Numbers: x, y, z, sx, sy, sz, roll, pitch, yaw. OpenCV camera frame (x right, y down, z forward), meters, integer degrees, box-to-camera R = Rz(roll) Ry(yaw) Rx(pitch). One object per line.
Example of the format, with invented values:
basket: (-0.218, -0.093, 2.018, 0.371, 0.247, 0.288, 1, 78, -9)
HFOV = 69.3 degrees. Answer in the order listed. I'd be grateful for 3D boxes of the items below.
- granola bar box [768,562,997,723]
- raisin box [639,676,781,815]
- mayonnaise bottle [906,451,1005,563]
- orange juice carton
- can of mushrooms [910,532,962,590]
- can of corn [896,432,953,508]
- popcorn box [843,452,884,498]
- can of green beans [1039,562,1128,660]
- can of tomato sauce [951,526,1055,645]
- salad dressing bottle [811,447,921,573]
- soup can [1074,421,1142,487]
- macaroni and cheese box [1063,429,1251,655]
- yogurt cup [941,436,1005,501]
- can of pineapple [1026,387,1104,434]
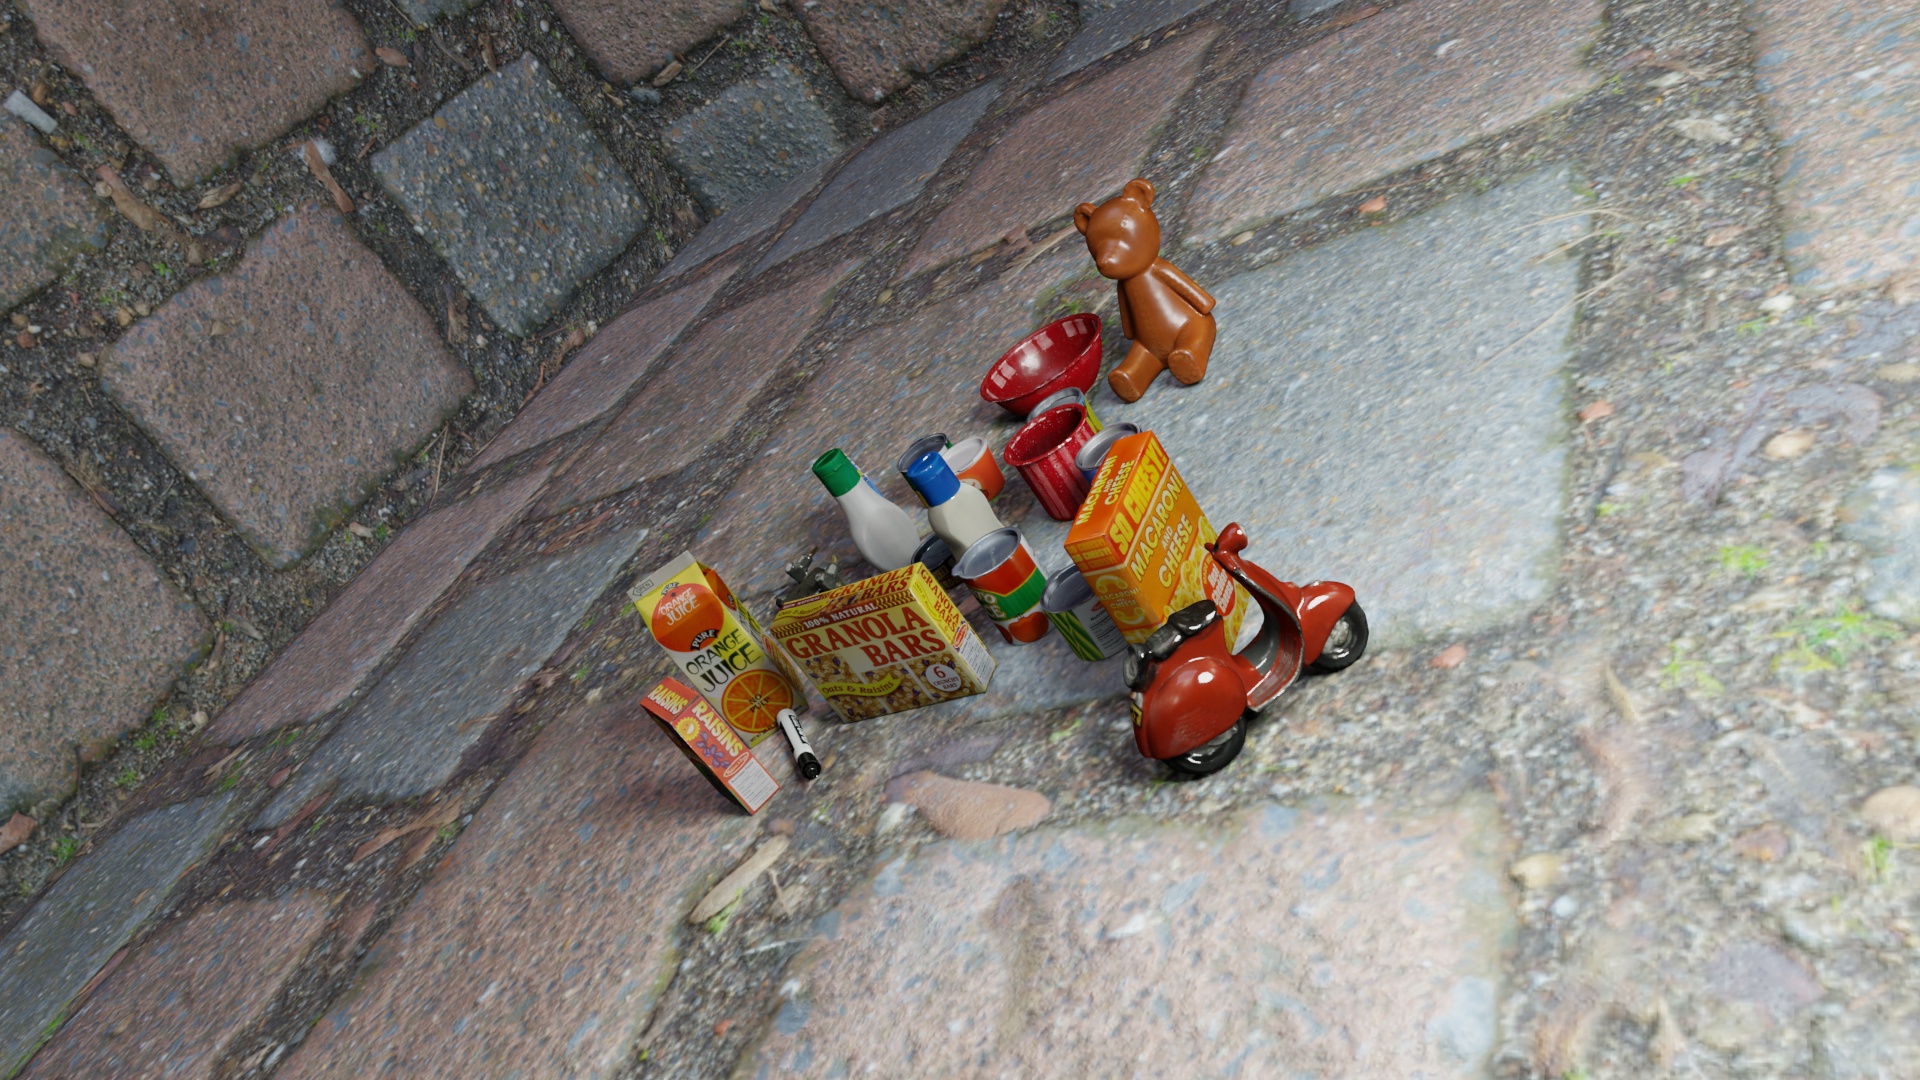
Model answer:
granola bar box: (-0.068, 0.092, 1.218, 0.165, 0.124, 0.039, -17, 30, 35)
raisin box: (-0.226, 0.184, 1.256, 0.040, 0.123, 0.086, -44, 26, -18)
mayonnaise bottle: (0.005, -0.016, 1.290, 0.065, 0.147, 0.041, -48, 27, -26)
orange juice carton: (-0.232, 0.099, 1.332, 0.072, 0.192, 0.073, -35, 24, 1)
can of mushrooms: (-0.014, 0.019, 1.389, 0.071, 0.033, 0.071, -29, 25, 15)
can of corn: (-0.028, -0.078, 1.550, 0.071, 0.058, 0.071, -29, 25, 15)
popcorn box: (-0.108, -0.044, 1.558, 0.038, 0.085, 0.127, -38, 25, -4)
can of green beans: (0.108, 0.056, 1.138, 0.071, 0.057, 0.071, -29, 25, 15)
can of tomato sauce: (0.044, 0.041, 1.215, 0.071, 0.083, 0.071, -29, 25, 15)
salad dressing bottle: (-0.098, -0.030, 1.445, 0.064, 0.147, 0.044, -44, 25, -17)
soup can: (0.153, -0.054, 1.246, 0.071, 0.083, 0.072, -29, 25, 15)
macaroni and cheese box: (0.147, 0.022, 1.019, 0.040, 0.166, 0.124, -16, 31, 37)
yogurt cup: (0.012, -0.071, 1.492, 0.072, 0.053, 0.073, -29, 25, 15)
can of pineapple: (0.111, -0.116, 1.441, 0.071, 0.057, 0.071, -29, 25, 15)
